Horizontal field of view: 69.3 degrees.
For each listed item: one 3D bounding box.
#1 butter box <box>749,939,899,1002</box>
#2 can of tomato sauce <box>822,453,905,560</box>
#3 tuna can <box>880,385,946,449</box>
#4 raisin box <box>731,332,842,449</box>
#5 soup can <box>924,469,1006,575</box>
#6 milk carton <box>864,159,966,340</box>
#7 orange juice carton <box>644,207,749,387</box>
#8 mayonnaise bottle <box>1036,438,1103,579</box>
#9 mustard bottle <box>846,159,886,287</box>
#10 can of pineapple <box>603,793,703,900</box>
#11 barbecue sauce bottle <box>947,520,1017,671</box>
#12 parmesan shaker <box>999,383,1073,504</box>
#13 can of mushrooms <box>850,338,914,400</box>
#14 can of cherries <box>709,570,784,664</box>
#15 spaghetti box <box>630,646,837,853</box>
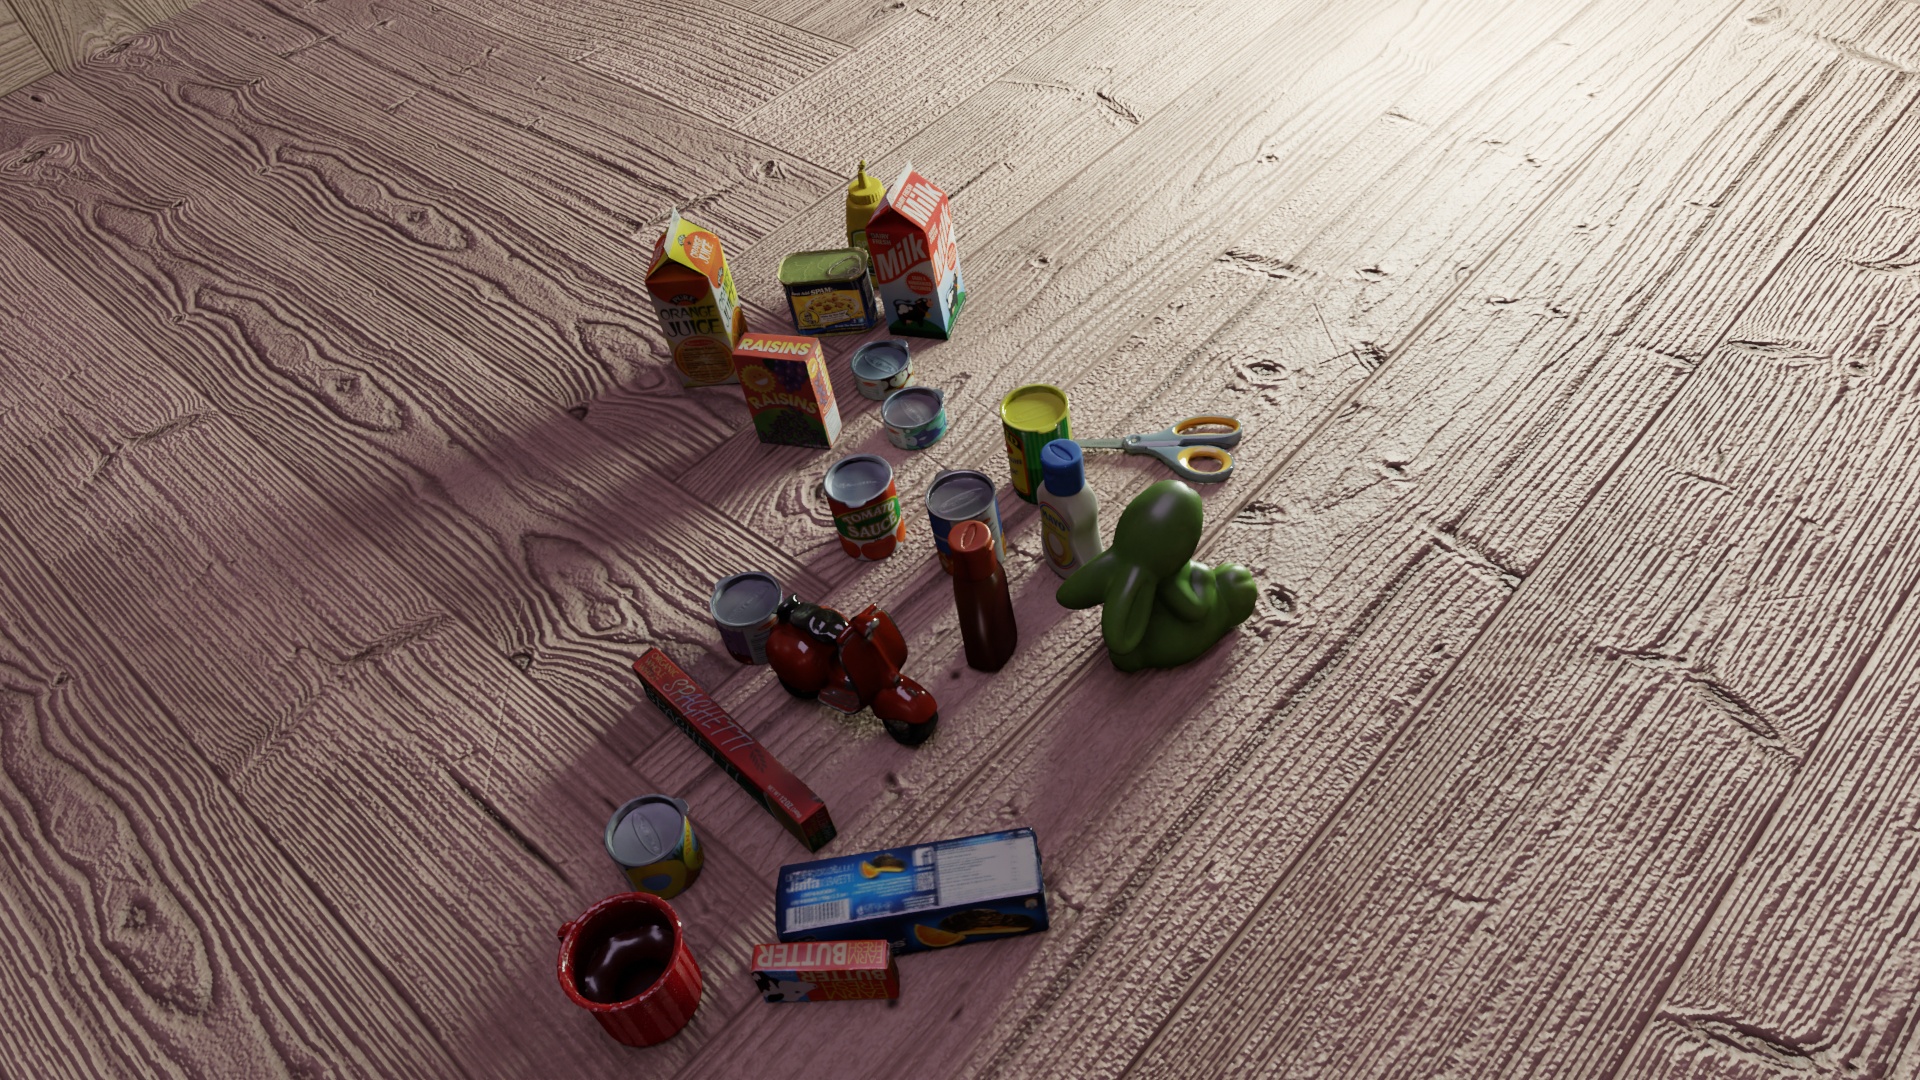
[{"bbox_3d":[-0.099,0.319,1.029,0.103,0.052,0.024,-4,47,7],"label":"butter box"},{"bbox_3d":[-0.091,-0.030,1.333,0.071,0.082,0.071,-6,47,6],"label":"can of tomato sauce"},{"bbox_3d":[-0.046,-0.129,1.452,0.071,0.032,0.071,-6,47,6],"label":"tuna can"},{"bbox_3d":[-0.178,-0.155,1.439,0.086,0.122,0.040,8,49,18],"label":"raisin box"},{"bbox_3d":[0.005,-0.016,1.302,0.071,0.083,0.072,-6,47,6],"label":"soup can"},{"bbox_3d":[-0.051,-0.316,1.519,0.073,0.189,0.073,8,50,18],"label":"milk carton"},{"bbox_3d":[-0.289,-0.263,1.514,0.073,0.191,0.072,-4,47,8],"label":"orange juice carton"},{"bbox_3d":[0.096,-0.027,1.249,0.041,0.147,0.065,-35,51,-21],"label":"mayonnaise bottle"},{"bbox_3d":[-0.102,-0.365,1.596,0.065,0.159,0.049,2,48,13],"label":"mustard bottle"},{"bbox_3d":[-0.245,0.247,1.121,0.071,0.057,0.071,-6,47,6],"label":"can of pineapple"},{"bbox_3d":[0.018,0.046,1.197,0.044,0.147,0.065,7,49,17],"label":"barbecue sauce bottle"},{"bbox_3d":[0.077,-0.090,1.343,0.071,0.102,0.072,-6,47,6],"label":"parmesan shaker"},{"bbox_3d":[-0.083,-0.187,1.512,0.071,0.033,0.071,-6,47,6],"label":"can of mushrooms"},{"bbox_3d":[-0.192,0.070,1.276,0.071,0.058,0.072,-6,47,6],"label":"can of cherries"},{"bbox_3d":[-0.197,0.174,1.186,0.029,0.050,0.250,-39,52,-23],"label":"spaghetti box"}]
